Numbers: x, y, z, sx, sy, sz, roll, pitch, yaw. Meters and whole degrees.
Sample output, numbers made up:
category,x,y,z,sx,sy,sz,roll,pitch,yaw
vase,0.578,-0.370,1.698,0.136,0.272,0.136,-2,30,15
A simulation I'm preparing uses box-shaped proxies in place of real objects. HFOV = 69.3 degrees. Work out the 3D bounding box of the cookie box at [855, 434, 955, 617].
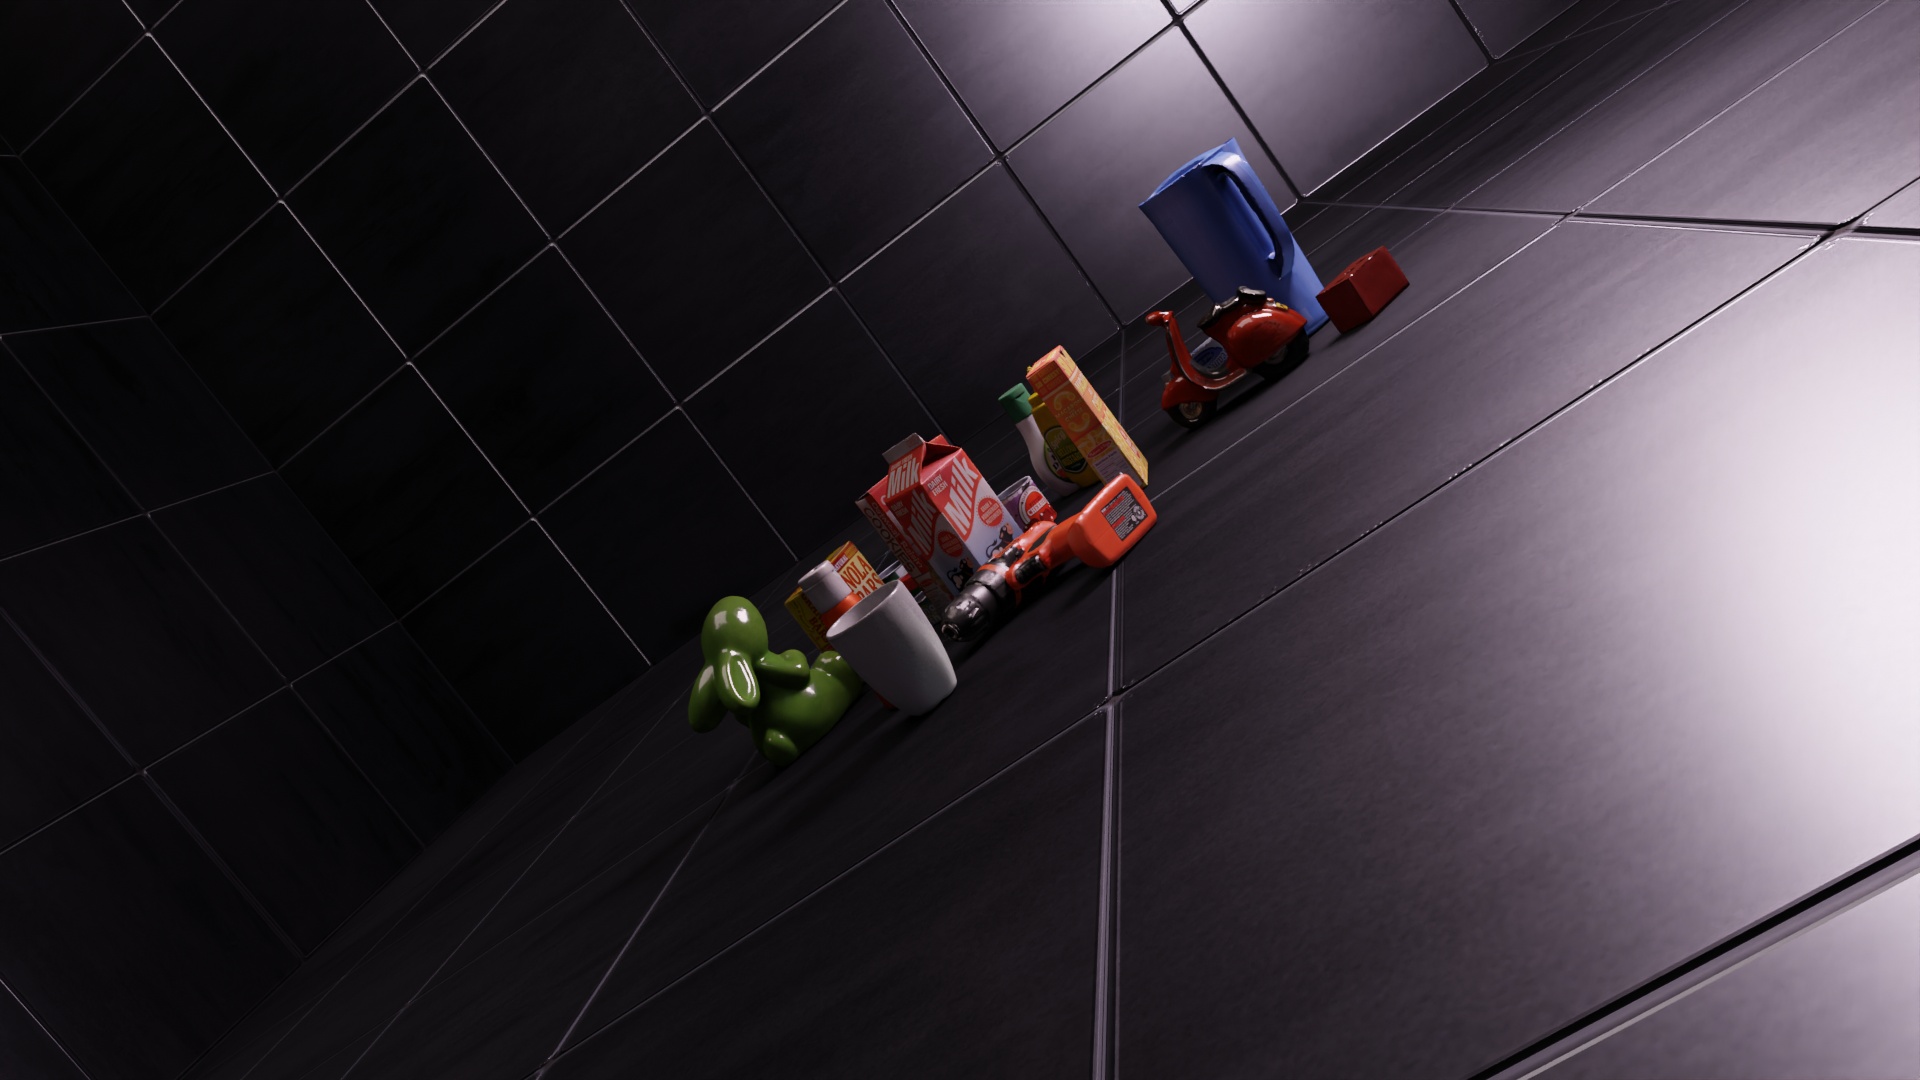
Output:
category,x,y,z,sx,sy,sz,roll,pitch,yaw
cookie box,-0.018,-0.014,1.513,0.123,0.167,0.040,-42,9,-35

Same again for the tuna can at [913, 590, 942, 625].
category,x,y,z,sx,sy,sz,roll,pitch,yaw
tuna can,-0.023,0.066,1.562,0.071,0.033,0.071,-36,7,5

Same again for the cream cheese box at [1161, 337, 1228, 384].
category,x,y,z,sx,sy,sz,roll,pitch,yaw
cream cheese box,0.300,-0.209,1.701,0.104,0.053,0.024,-39,7,-18

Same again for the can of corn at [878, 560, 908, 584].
category,x,y,z,sx,sy,sz,roll,pitch,yaw
can of corn,-0.073,0.060,1.729,0.071,0.058,0.071,-36,7,5

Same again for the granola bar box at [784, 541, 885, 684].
category,x,y,z,sx,sy,sz,roll,pitch,yaw
granola bar box,-0.123,0.082,1.571,0.039,0.124,0.166,-34,8,20

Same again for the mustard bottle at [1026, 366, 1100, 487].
category,x,y,z,sx,sy,sz,roll,pitch,yaw
mustard bottle,0.123,-0.140,1.668,0.065,0.160,0.049,-29,11,49

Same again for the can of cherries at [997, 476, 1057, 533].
category,x,y,z,sx,sy,sz,roll,pitch,yaw
can of cherries,0.073,-0.035,1.643,0.071,0.058,0.071,-36,7,5

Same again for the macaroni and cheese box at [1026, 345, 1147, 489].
category,x,y,z,sx,sy,sz,roll,pitch,yaw
macaroni and cheese box,0.139,-0.128,1.497,0.040,0.166,0.124,-35,7,15

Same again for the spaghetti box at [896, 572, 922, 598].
category,x,y,z,sx,sy,sz,roll,pitch,yaw
spaghetti box,-0.076,0.077,1.671,0.249,0.050,0.029,-30,9,40

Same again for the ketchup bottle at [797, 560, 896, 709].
category,x,y,z,sx,sy,sz,roll,pitch,yaw
ketchup bottle,-0.095,0.088,1.308,0.043,0.148,0.065,-36,7,4

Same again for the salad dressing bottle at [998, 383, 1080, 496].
category,x,y,z,sx,sy,sz,roll,pitch,yaw
salad dressing bottle,0.103,-0.125,1.720,0.064,0.147,0.044,-40,8,-24

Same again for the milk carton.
category,x,y,z,sx,sy,sz,roll,pitch,yaw
milk carton,-0.007,-0.024,1.433,0.074,0.190,0.072,-42,9,-37
